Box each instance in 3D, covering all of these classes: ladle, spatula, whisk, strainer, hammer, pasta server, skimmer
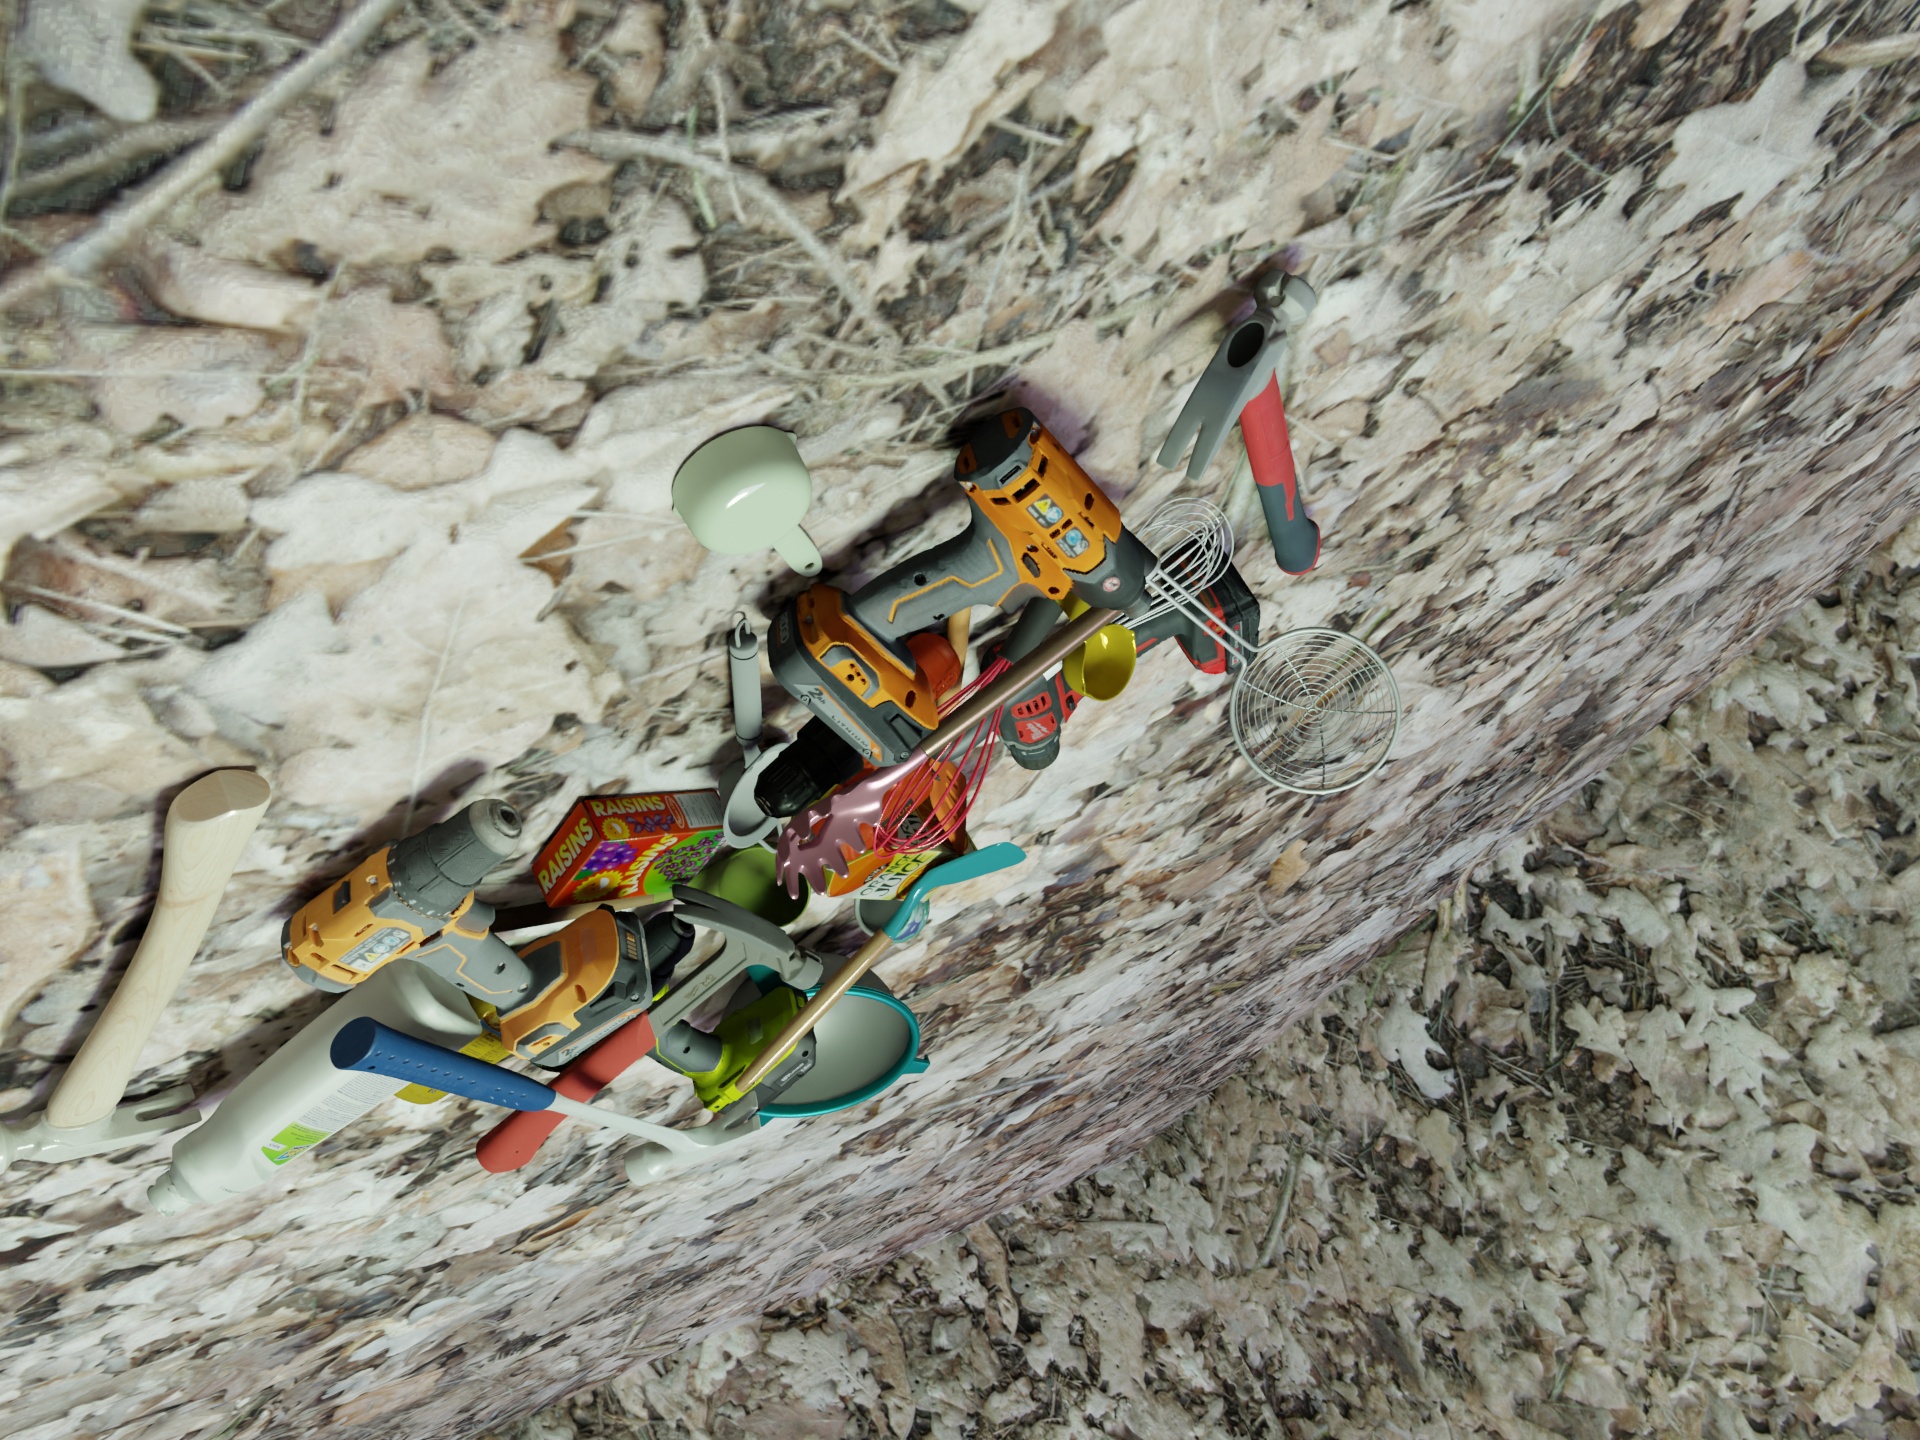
[{"bbox_3d":[-0.260,0.145,1.234,0.320,0.062,0.078,-7,119,-37],"label":"ladle"},{"bbox_3d":[-0.074,0.208,1.359,0.317,0.044,0.082,-46,159,0],"label":"spatula"},{"bbox_3d":[0.087,-0.064,1.183,0.284,0.070,0.070,-39,156,-2],"label":"whisk"},{"bbox_3d":[-0.167,0.253,1.525,0.211,0.095,0.340,-19,134,2],"label":"strainer"},{"bbox_3d":[-0.002,-0.004,1.253,0.041,0.081,0.322,5,145,-2],"label":"spatula"},{"bbox_3d":[-0.285,0.265,1.299,0.359,0.037,0.149,-39,129,22],"label":"hammer"},{"bbox_3d":[-0.507,0.166,1.010,0.146,0.038,0.410,-5,145,-47],"label":"hammer"},{"bbox_3d":[0.024,-0.025,1.133,0.296,0.073,0.073,-57,154,-2],"label":"whisk"},{"bbox_3d":[0.000,0.008,1.077,0.316,0.040,0.060,-37,140,0],"label":"pasta server"},{"bbox_3d":[0.182,-0.065,1.135,0.362,0.090,0.127,33,104,-37],"label":"skimmer"},{"bbox_3d":[-0.149,0.011,1.122,0.087,0.050,0.258,-49,160,-31],"label":"strainer"},{"bbox_3d":[0.220,-0.169,1.154,0.143,0.038,0.386,-59,159,-4],"label":"hammer"},{"bbox_3d":[-0.311,0.293,1.231,0.144,0.035,0.405,-26,147,17],"label":"hammer"}]

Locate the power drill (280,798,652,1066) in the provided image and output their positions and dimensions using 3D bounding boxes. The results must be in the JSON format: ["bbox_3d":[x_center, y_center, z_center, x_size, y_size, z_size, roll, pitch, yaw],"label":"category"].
[{"bbox_3d":[-0.310,0.142,1.080,0.185,0.084,0.226,-35,137,18],"label":"power drill"}]

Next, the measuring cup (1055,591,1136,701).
[{"bbox_3d":[0.075,-0.076,1.112,0.062,0.029,0.156,-51,129,-19],"label":"measuring cup"}]

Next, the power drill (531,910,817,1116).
[{"bbox_3d":[-0.236,0.255,1.378,0.190,0.080,0.228,-41,131,22],"label":"power drill"}]

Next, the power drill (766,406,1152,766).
[{"bbox_3d":[0.006,-0.073,1.021,0.226,0.084,0.164,-38,121,16],"label":"power drill"}]

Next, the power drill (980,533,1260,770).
[{"bbox_3d":[0.125,-0.041,1.298,0.226,0.080,0.187,-27,156,-3],"label":"power drill"}]

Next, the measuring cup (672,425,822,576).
[{"bbox_3d":[-0.108,-0.111,0.935,0.083,0.038,0.167,-32,155,3],"label":"measuring cup"}]
